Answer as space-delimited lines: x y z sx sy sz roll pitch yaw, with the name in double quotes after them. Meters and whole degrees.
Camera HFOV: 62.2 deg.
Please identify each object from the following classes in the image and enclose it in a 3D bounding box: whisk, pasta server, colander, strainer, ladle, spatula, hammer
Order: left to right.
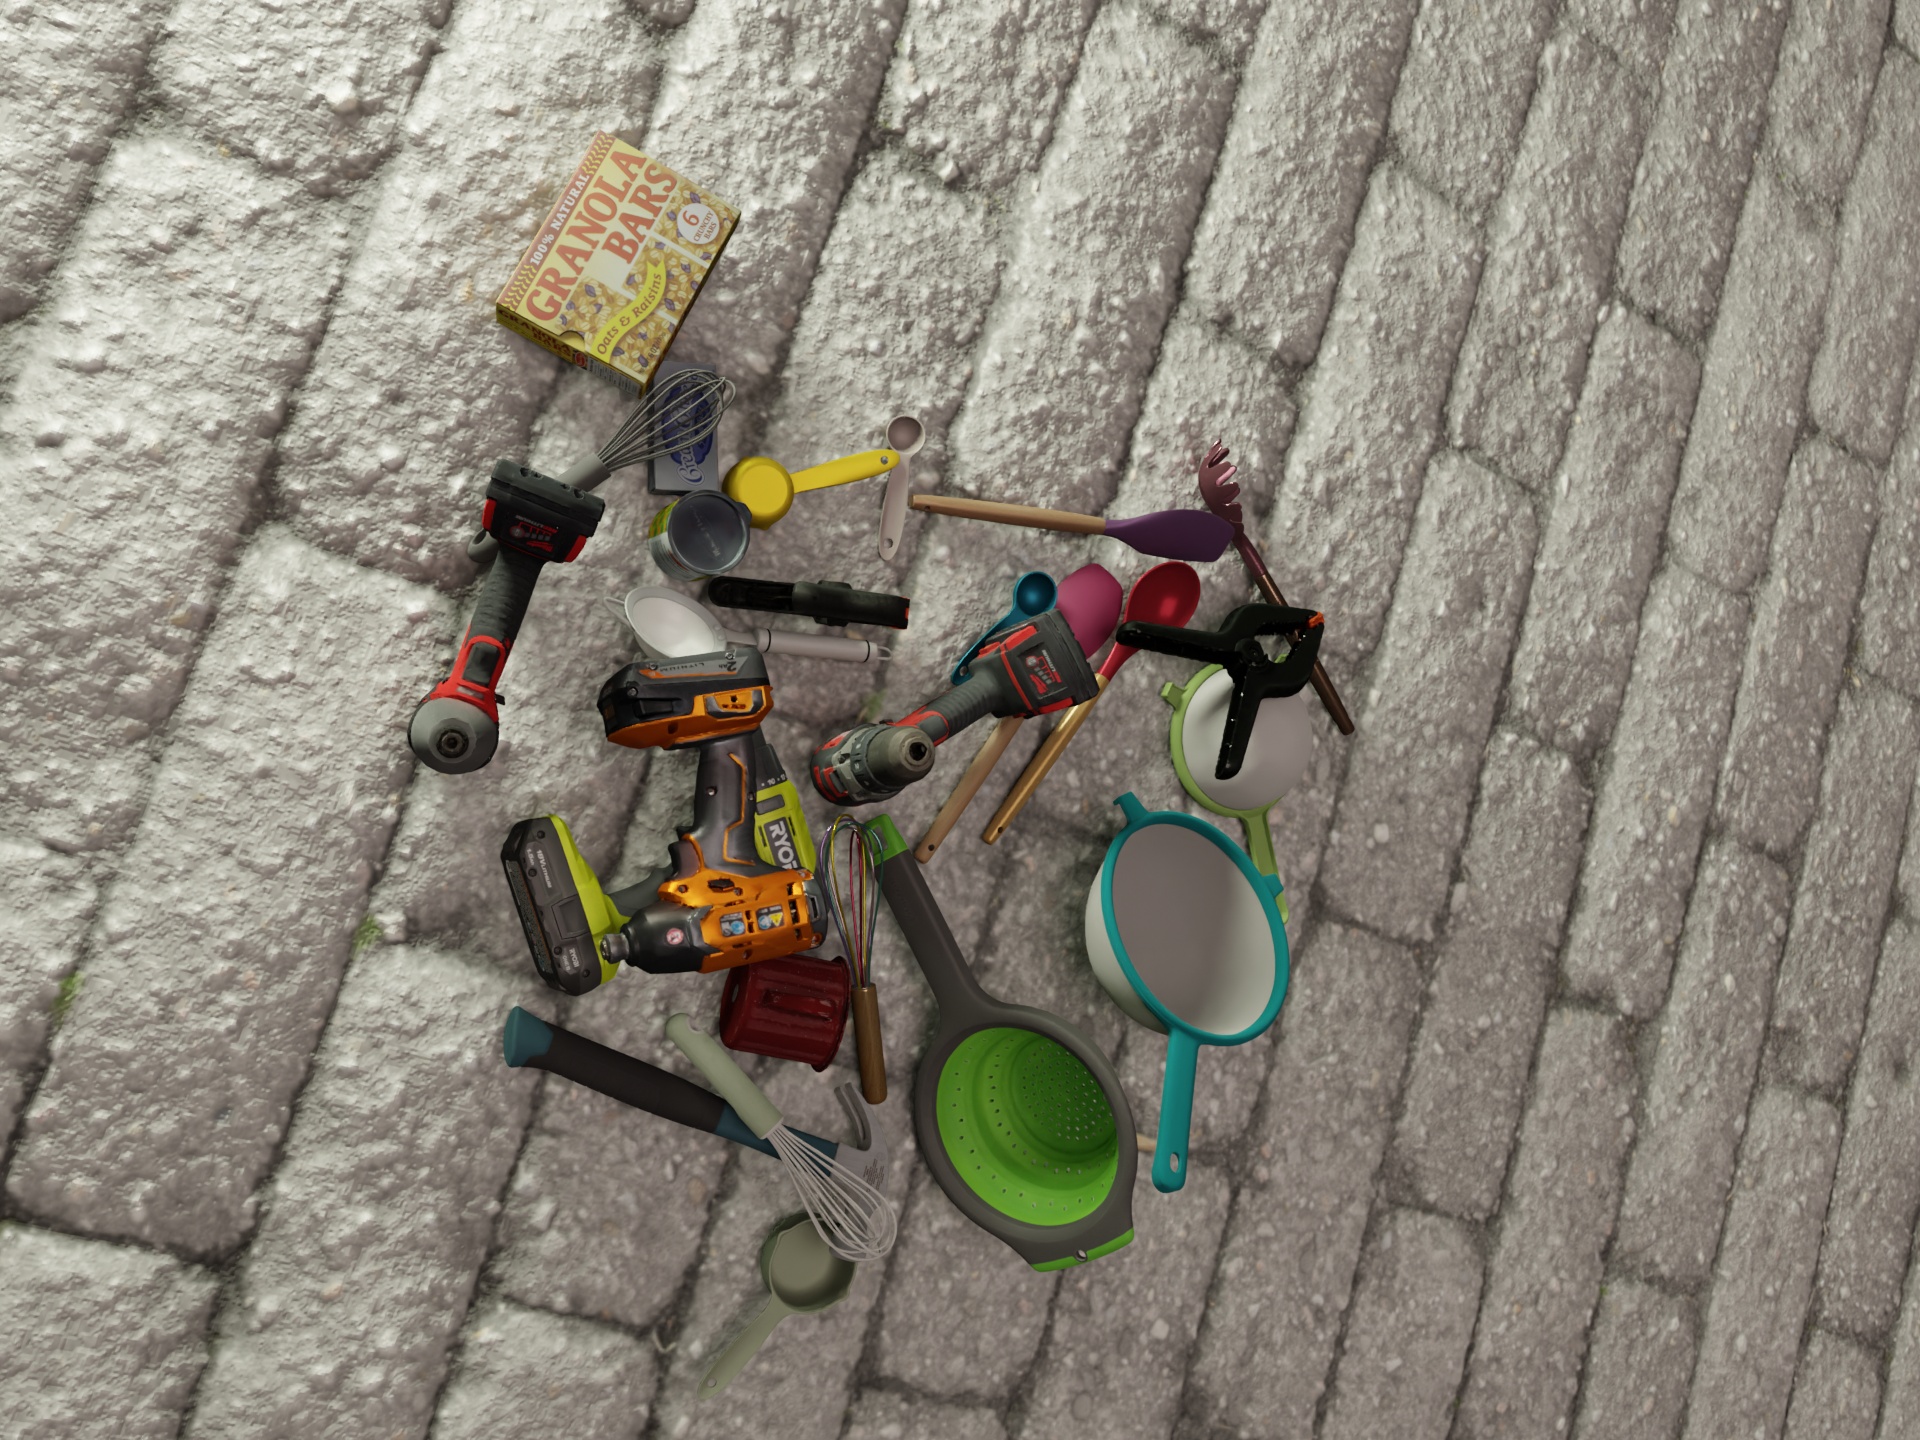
-0.271 -0.191 1.206 0.239 0.055 0.055 -37 105 -8 "whisk"
-0.201 0.304 1.238 0.330 0.033 0.128 28 57 -18 "hammer"
-0.168 -0.063 1.273 0.258 0.050 0.087 5 43 -31 "strainer"
-0.140 0.319 1.223 0.059 0.058 0.246 -43 90 10 "whisk"
-0.080 0.196 1.307 0.051 0.047 0.245 -6 99 -3 "whisk"
0.033 0.253 1.333 0.094 0.204 0.397 -18 80 -59 "colander"
0.104 -0.177 1.410 0.315 0.059 0.018 4 46 -22 "spatula"
0.113 -0.017 1.416 0.069 0.031 0.315 45 73 -28 "ladle"
0.170 0.243 1.356 0.210 0.095 0.341 29 51 -22 "strainer"
0.284 0.067 1.471 0.151 0.069 0.256 -13 93 -26 "strainer"
0.303 -0.119 1.503 0.040 0.060 0.316 -27 107 18 "pasta server"

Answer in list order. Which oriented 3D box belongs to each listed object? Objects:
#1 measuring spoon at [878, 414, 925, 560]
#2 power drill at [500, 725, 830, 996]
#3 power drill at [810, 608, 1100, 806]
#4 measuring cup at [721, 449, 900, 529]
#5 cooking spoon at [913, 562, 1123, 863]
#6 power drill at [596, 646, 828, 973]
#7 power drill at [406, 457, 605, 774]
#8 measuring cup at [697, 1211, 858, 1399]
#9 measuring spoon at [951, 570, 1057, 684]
-0.055 -0.196 1.347 0.034 0.018 0.124 9 92 -16 "measuring spoon"
-0.226 0.097 1.223 0.228 0.080 0.190 -19 94 -27 "power drill"
-0.002 -0.004 1.268 0.226 0.188 0.080 -30 95 -22 "power drill"
-0.118 -0.199 1.299 0.156 0.029 0.062 -18 97 -19 "measuring cup"
0.051 -0.007 1.389 0.068 0.017 0.319 41 72 -19 "cooking spoon"
-0.196 0.070 1.157 0.164 0.084 0.226 -10 84 -28 "power drill"
-0.327 -0.067 1.120 0.078 0.143 0.219 21 91 -17 "power drill"
-0.154 0.467 1.271 0.167 0.038 0.083 -47 108 -17 "measuring cup"
0.033 -0.080 1.387 0.128 0.021 0.042 -47 115 -10 "measuring spoon"
